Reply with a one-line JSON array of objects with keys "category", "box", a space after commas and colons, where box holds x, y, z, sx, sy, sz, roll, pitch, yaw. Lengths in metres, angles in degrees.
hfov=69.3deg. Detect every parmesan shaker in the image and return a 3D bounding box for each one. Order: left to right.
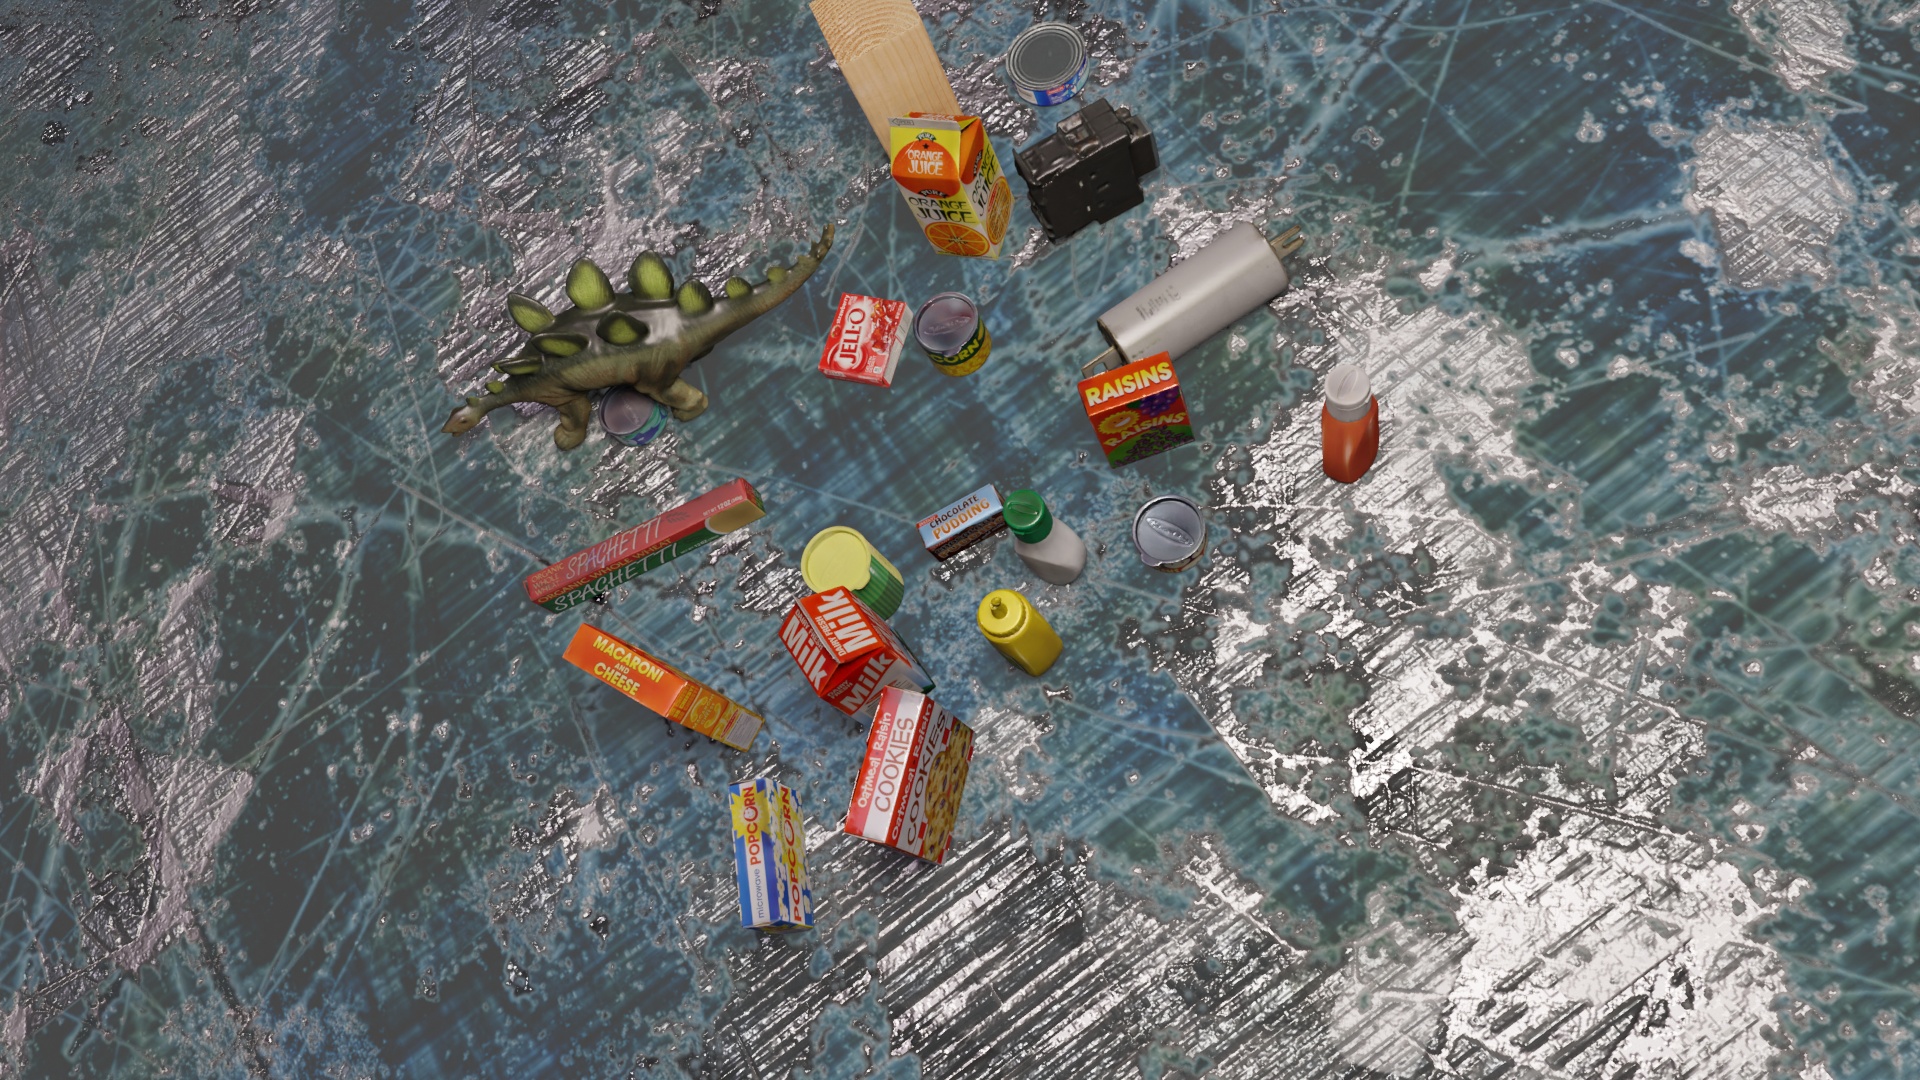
[{"category": "parmesan shaker", "box": [-0.096, 0.036, 1.289, 0.071, 0.103, 0.071, -5, 70, 15]}]

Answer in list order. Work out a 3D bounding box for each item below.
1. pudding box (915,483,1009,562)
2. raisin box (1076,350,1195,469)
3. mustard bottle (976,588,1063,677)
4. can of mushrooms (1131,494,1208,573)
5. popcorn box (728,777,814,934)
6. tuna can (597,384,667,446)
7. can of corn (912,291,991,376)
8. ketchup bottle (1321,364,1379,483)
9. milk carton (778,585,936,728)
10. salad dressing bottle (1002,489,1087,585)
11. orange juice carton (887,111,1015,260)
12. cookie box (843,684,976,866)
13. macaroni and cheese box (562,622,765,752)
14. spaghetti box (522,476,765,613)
[{"category": "pudding box", "box": [0.005, -0.016, 1.308, 0.083, 0.049, 0.030, -28, 66, 5]}, {"category": "raisin box", "box": [0.161, -0.117, 1.258, 0.086, 0.123, 0.040, -19, 67, 10]}, {"category": "mustard bottle", "box": [0.045, 0.074, 1.202, 0.065, 0.160, 0.049, 38, 85, 24]}, {"category": "can of mushrooms", "box": [0.189, -0.004, 1.258, 0.071, 0.033, 0.071, -5, 69, 15]}, {"category": "popcorn box", "box": [-0.167, 0.280, 1.230, 0.038, 0.085, 0.127, -14, 67, 11]}, {"category": "tuna can", "box": [-0.343, -0.136, 1.463, 0.071, 0.032, 0.071, -5, 69, 15]}, {"category": "can of corn", "box": [-0.007, -0.201, 1.374, 0.071, 0.058, 0.071, -5, 69, 15]}, {"category": "ketchup bottle", "box": [0.333, -0.103, 1.188, 0.043, 0.148, 0.065, 25, 80, 23]}, {"category": "milk carton", "box": [-0.095, 0.101, 1.216, 0.073, 0.190, 0.072, -38, 65, 1]}, {"category": "salad dressing bottle", "box": [0.073, -0.003, 1.229, 0.064, 0.147, 0.044, 15, 76, 21]}, {"category": "orange juice carton", "box": [-0.010, -0.355, 1.358, 0.072, 0.192, 0.073, 10, 74, 20]}, {"category": "cookie box", "box": [-0.039, 0.202, 1.176, 0.040, 0.167, 0.123, 9, 74, 19]}, {"category": "macaroni and cheese box", "box": [-0.267, 0.135, 1.268, 0.124, 0.166, 0.040, 25, 80, 23]}, {"category": "spaghetti box", "box": [-0.317, 0.007, 1.394, 0.250, 0.050, 0.029, -25, 66, 7]}]
